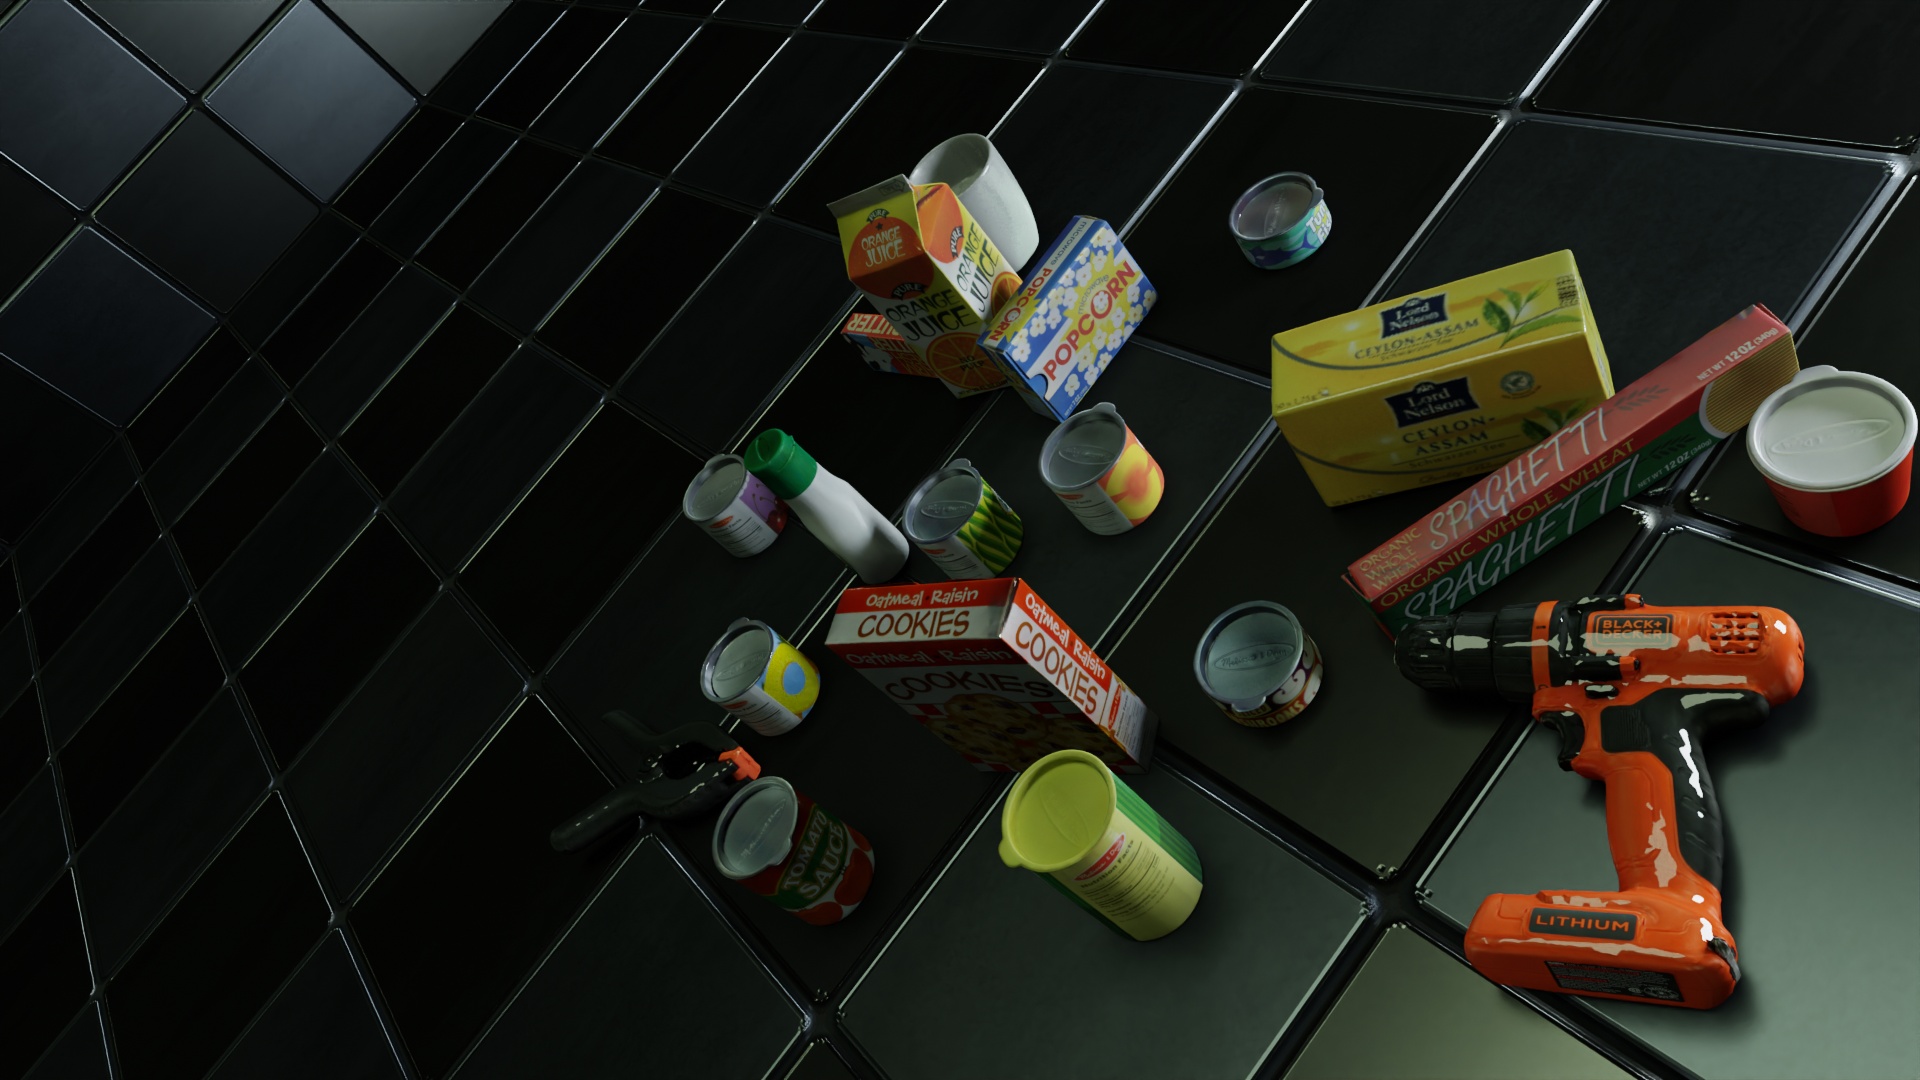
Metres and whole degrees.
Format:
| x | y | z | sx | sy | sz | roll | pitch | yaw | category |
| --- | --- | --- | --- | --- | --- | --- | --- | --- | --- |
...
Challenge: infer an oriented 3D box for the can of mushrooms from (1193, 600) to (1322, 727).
| x | y | z | sx | sy | sz | roll | pitch | yaw | category |
| --- | --- | --- | --- | --- | --- | --- | --- | --- | --- |
| 0.169 | 0.072 | 0.788 | 0.071 | 0.033 | 0.071 | -22 | 45 | 24 | can of mushrooms |

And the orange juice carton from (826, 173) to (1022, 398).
| x | y | z | sx | sy | sz | roll | pitch | yaw | category |
| --- | --- | --- | --- | --- | --- | --- | --- | --- | --- |
| -0.017 | -0.197 | 1.043 | 0.071 | 0.192 | 0.073 | -11 | 51 | 33 | orange juice carton |

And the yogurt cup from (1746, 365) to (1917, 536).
| x | y | z | sx | sy | sz | roll | pitch | yaw | category |
| --- | --- | --- | --- | --- | --- | --- | --- | --- | --- |
| 0.417 | -0.038 | 0.661 | 0.072 | 0.054 | 0.073 | -22 | 45 | 24 | yogurt cup |

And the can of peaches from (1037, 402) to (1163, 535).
| x | y | z | sx | sy | sz | roll | pitch | yaw | category |
| --- | --- | --- | --- | --- | --- | --- | --- | --- | --- |
| 0.096 | -0.047 | 0.929 | 0.071 | 0.058 | 0.071 | -22 | 45 | 24 | can of peaches |

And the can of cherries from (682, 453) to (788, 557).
| x | y | z | sx | sy | sz | roll | pitch | yaw | category |
| --- | --- | --- | --- | --- | --- | --- | --- | --- | --- |
| -0.184 | -0.030 | 1.144 | 0.071 | 0.058 | 0.072 | -22 | 45 | 24 | can of cherries |

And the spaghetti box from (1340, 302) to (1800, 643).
| x | y | z | sx | sy | sz | roll | pitch | yaw | category |
| --- | --- | --- | --- | --- | --- | --- | --- | --- | --- |
| 0.322 | -0.031 | 0.736 | 0.250 | 0.050 | 0.029 | -35 | 41 | 11 | spaghetti box |

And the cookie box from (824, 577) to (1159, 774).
| x | y | z | sx | sy | sz | roll | pitch | yaw | category |
| --- | --- | --- | --- | --- | --- | --- | --- | --- | --- |
| 0.021 | 0.081 | 0.800 | 0.123 | 0.167 | 0.040 | -6 | 54 | 37 | cookie box |

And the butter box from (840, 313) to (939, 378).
| x | y | z | sx | sy | sz | roll | pitch | yaw | category |
| --- | --- | --- | --- | --- | --- | --- | --- | --- | --- |
| -0.047 | -0.160 | 1.144 | 0.103 | 0.053 | 0.024 | 13 | 67 | 45 | butter box |

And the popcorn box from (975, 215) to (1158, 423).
| x | y | z | sx | sy | sz | roll | pitch | yaw | category |
| --- | --- | --- | --- | --- | --- | --- | --- | --- | --- |
| 0.080 | -0.162 | 1.017 | 0.127 | 0.085 | 0.038 | -53 | 41 | -9 | popcorn box |

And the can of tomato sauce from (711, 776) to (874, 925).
| x | y | z | sx | sy | sz | roll | pitch | yaw | category |
| --- | --- | --- | --- | --- | --- | --- | --- | --- | --- |
| -0.102 | 0.196 | 0.869 | 0.071 | 0.083 | 0.071 | -22 | 45 | 24 | can of tomato sauce |

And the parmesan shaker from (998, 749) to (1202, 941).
| x | y | z | sx | sy | sz | roll | pitch | yaw | category |
| --- | --- | --- | --- | --- | --- | --- | --- | --- | --- |
| 0.074 | 0.165 | 0.735 | 0.071 | 0.103 | 0.072 | -22 | 45 | 24 | parmesan shaker |

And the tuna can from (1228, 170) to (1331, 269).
| x | y | z | sx | sy | sz | roll | pitch | yaw | category |
| --- | --- | --- | --- | --- | --- | --- | --- | --- | --- |
| 0.230 | -0.228 | 0.989 | 0.071 | 0.032 | 0.071 | -22 | 45 | 24 | tuna can |

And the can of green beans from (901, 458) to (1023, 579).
| x | y | z | sx | sy | sz | roll | pitch | yaw | category |
| --- | --- | --- | --- | --- | --- | --- | --- | --- | --- |
| 0.002 | -0.010 | 0.975 | 0.071 | 0.057 | 0.071 | -22 | 45 | 24 | can of green beans |

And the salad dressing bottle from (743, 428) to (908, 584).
| x | y | z | sx | sy | sz | roll | pitch | yaw | category |
| --- | --- | --- | --- | --- | --- | --- | --- | --- | --- |
| -0.096 | -0.024 | 0.998 | 0.044 | 0.147 | 0.064 | -37 | 41 | 9 | salad dressing bottle |

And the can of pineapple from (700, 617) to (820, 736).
| x | y | z | sx | sy | sz | roll | pitch | yaw | category |
| --- | --- | --- | --- | --- | --- | --- | --- | --- | --- |
| -0.143 | 0.098 | 1.004 | 0.071 | 0.057 | 0.071 | -22 | 45 | 24 | can of pineapple |
